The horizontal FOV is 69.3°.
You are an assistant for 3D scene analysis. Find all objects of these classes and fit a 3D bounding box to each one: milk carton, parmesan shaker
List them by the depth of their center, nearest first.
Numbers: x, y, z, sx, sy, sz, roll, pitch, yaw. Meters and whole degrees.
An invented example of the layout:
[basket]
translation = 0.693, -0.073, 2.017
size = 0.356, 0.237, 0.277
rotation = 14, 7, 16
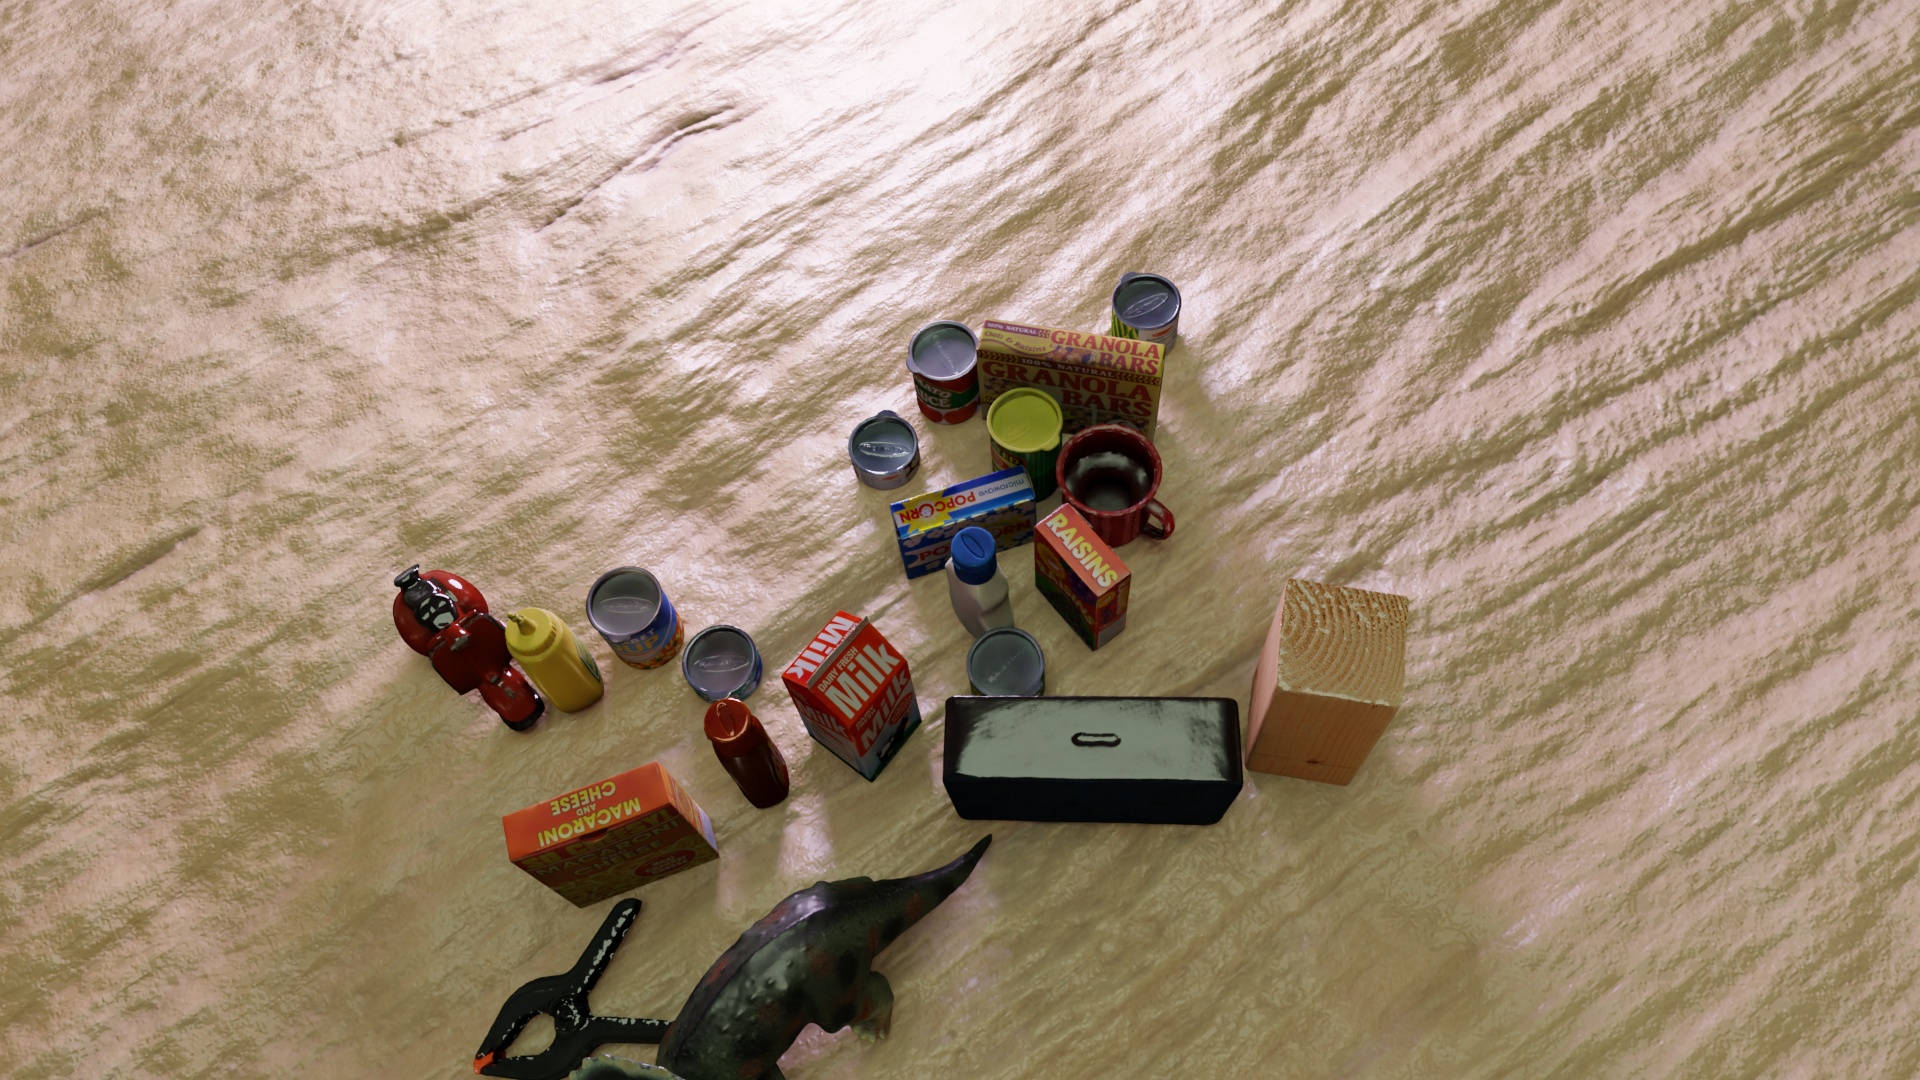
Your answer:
[milk carton]
translation = -0.087, 0.122, 1.120
size = 0.073, 0.189, 0.072
rotation = 34, 71, 18
[parmesan shaker]
translation = 0.061, -0.082, 1.259
size = 0.071, 0.102, 0.071
rotation = -2, 64, 3

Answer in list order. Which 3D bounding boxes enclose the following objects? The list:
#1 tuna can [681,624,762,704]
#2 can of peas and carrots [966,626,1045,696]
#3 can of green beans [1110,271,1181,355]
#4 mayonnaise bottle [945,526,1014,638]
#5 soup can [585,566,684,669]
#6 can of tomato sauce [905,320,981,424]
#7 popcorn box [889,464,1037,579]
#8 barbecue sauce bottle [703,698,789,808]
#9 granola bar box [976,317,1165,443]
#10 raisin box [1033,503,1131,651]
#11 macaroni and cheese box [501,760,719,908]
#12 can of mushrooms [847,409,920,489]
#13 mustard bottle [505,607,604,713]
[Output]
[tuna can]
translation = -0.209, 0.113, 1.221
size = 0.071, 0.032, 0.071
rotation = -1, 64, 3
[can of peas and carrots]
translation = 0.041, 0.116, 1.187
size = 0.071, 0.058, 0.071
rotation = -2, 64, 3
[can of green beans]
translation = 0.178, -0.215, 1.342
size = 0.071, 0.057, 0.071
rotation = -2, 64, 3
[mayonnaise bottle]
translation = 0.015, 0.036, 1.179
size = 0.041, 0.147, 0.065
rotation = -37, 67, -13
[soup can]
translation = -0.284, 0.072, 1.218
size = 0.071, 0.083, 0.071
rotation = -2, 64, 3
[can of tomato sauce]
translation = -0.014, -0.156, 1.312
size = 0.071, 0.082, 0.071
rotation = -2, 64, 3
[popcorn box]
translation = 0.004, -0.016, 1.240
size = 0.127, 0.085, 0.038
rotation = -17, 64, -4
[barbecue sauce bottle]
translation = -0.174, 0.169, 1.126
size = 0.044, 0.148, 0.065
rotation = -22, 65, -7
[granola bar box]
translation = 0.101, -0.145, 1.276
size = 0.165, 0.123, 0.039
rotation = 10, 65, 9
[raisin box]
translation = 0.104, 0.033, 1.188
size = 0.040, 0.123, 0.086
rotation = -35, 67, -12
[macaroni and cheese box]
translation = -0.269, 0.234, 1.090
size = 0.124, 0.165, 0.040
rotation = -20, 64, -6
[can of mushrooms]
translation = -0.071, -0.085, 1.308
size = 0.071, 0.033, 0.071
rotation = -1, 64, 3
[mustard bottle]
translation = -0.346, 0.094, 1.168
size = 0.049, 0.159, 0.065
rotation = -29, 66, -10
